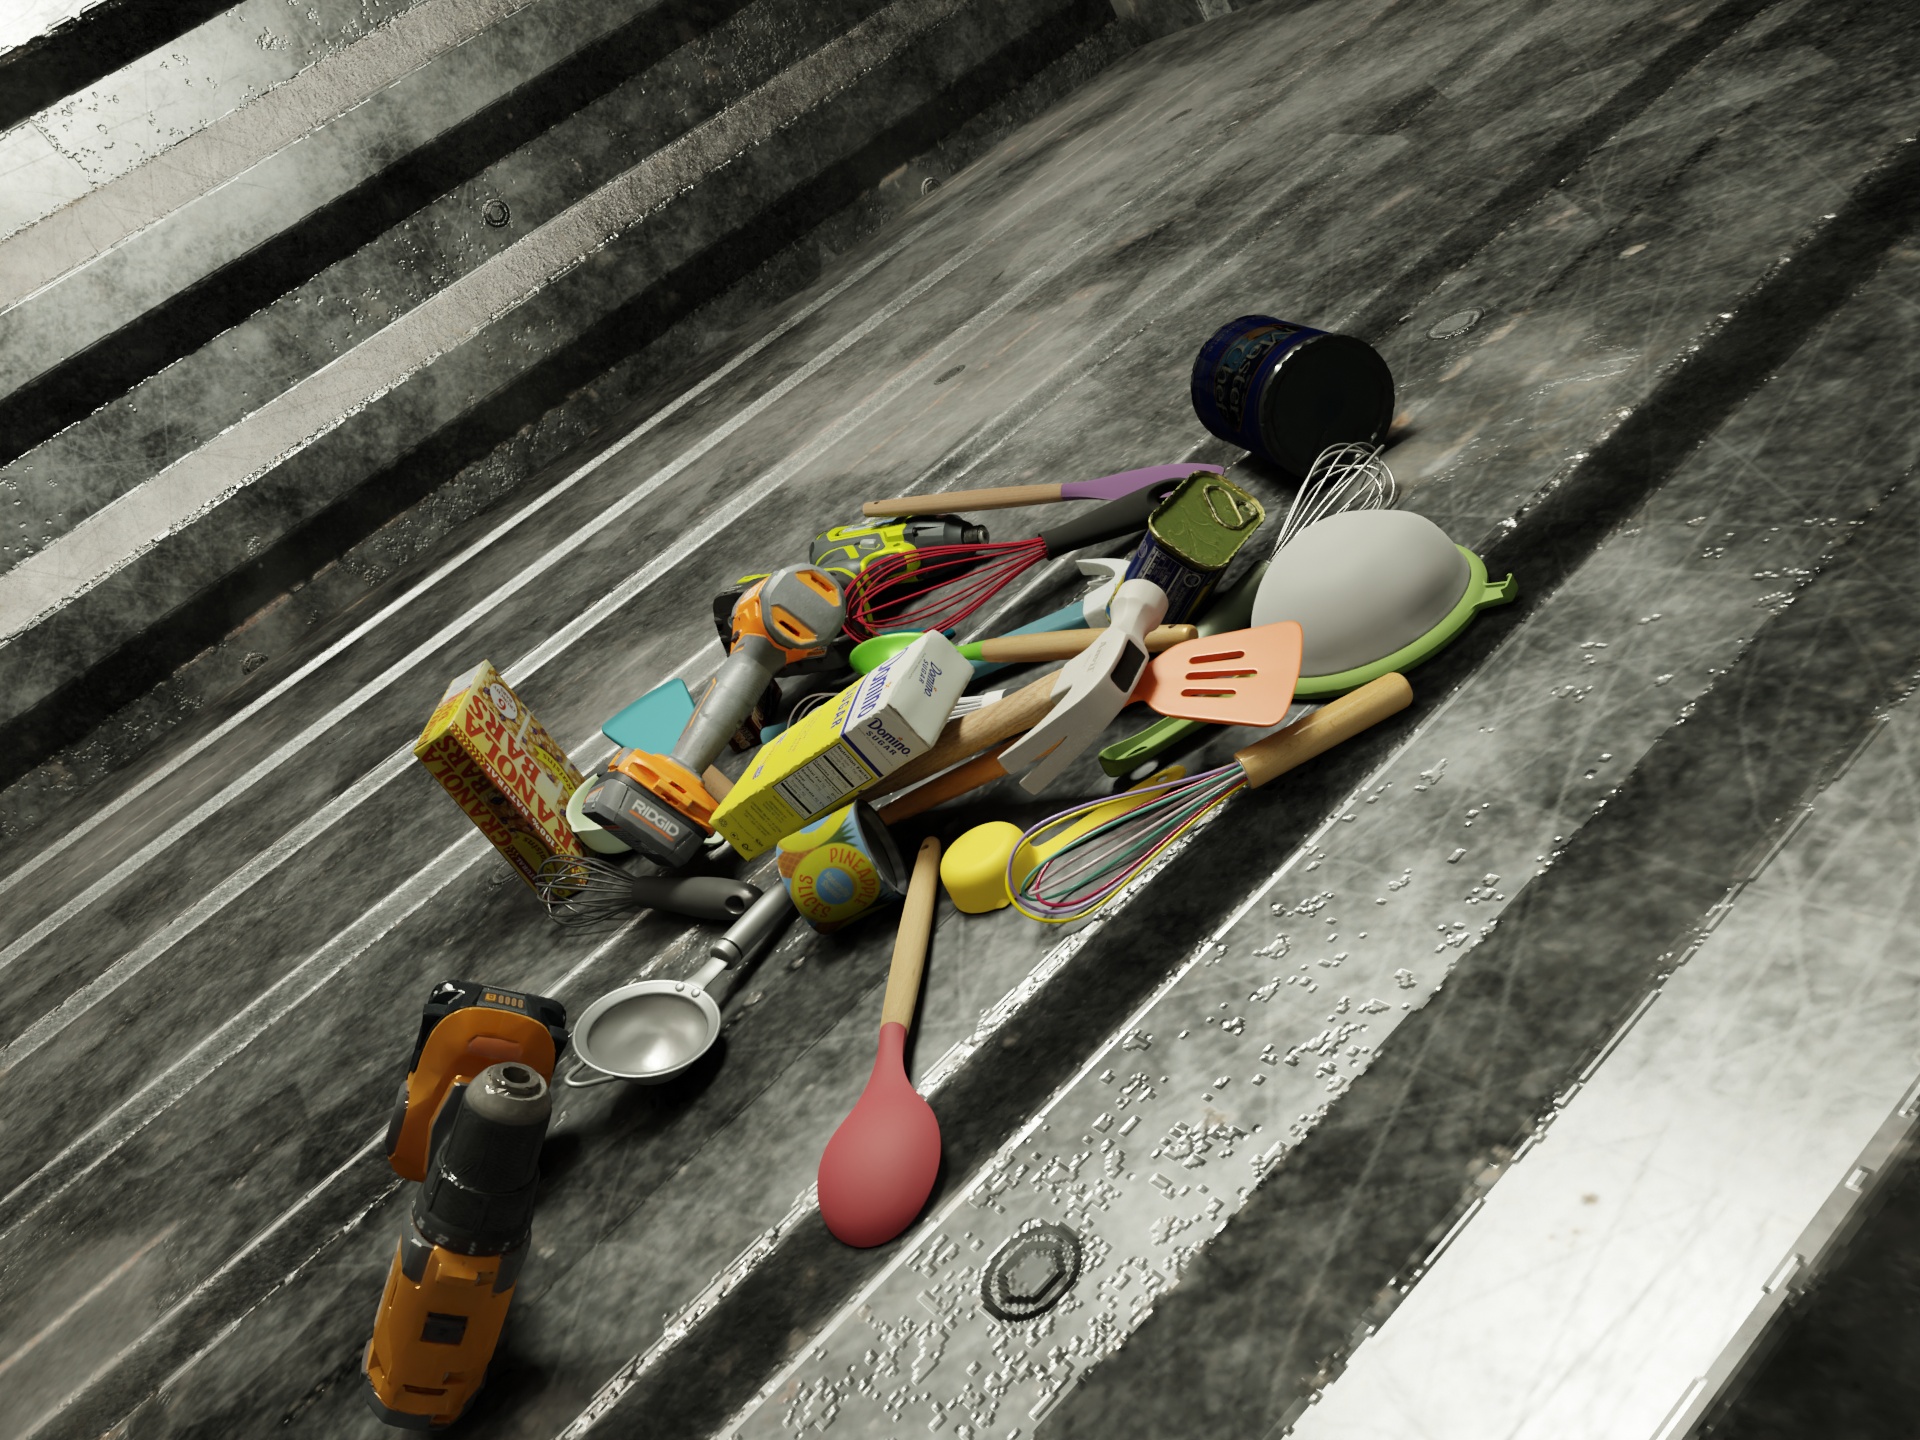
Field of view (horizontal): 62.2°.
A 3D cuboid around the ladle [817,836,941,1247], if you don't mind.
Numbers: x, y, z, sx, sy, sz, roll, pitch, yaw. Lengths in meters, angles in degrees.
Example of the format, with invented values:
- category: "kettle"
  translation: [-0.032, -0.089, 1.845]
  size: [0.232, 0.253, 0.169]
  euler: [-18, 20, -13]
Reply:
- category: "ladle"
  translation: [-0.031, 0.152, 0.858]
  size: [0.069, 0.031, 0.316]
  euler: [-24, 24, 17]

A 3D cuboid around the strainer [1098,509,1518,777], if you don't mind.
- category: "strainer"
  translation: [0.184, -0.056, 0.942]
  size: [0.256, 0.069, 0.152]
  euler: [-31, 24, -2]

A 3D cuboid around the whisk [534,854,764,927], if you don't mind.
- category: "whisk"
  translation: [-0.221, 0.123, 1.112]
  size: [0.239, 0.055, 0.055]
  euler: [-2, 38, 40]

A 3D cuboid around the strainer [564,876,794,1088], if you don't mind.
- category: "strainer"
  translation: [-0.148, 0.151, 0.978]
  size: [0.087, 0.050, 0.258]
  euler: [16, 41, 28]

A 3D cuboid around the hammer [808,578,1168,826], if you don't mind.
- category: "hammer"
  translation: [-0.011, 0.018, 0.992]
  size: [0.331, 0.031, 0.130]
  euler: [-25, 28, 47]

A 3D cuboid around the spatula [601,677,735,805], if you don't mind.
- category: "spatula"
  translation: [-0.207, 0.036, 1.257]
  size: [0.082, 0.044, 0.318]
  euler: [-34, 25, -14]

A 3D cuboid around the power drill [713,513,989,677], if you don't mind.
- category: "power drill"
  translation: [-0.088, -0.116, 1.334]
  size: [0.171, 0.080, 0.223]
  euler: [-6, 22, 32]

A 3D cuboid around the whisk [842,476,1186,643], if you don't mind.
- category: "whisk"
  translation: [0.046, -0.127, 1.220]
  size: [0.296, 0.073, 0.073]
  euler: [-21, 24, -5]

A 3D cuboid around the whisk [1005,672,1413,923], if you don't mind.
- category: "whisk"
  translation: [0.136, 0.042, 0.862]
  size: [0.245, 0.051, 0.047]
  euler: [-28, 45, -1]

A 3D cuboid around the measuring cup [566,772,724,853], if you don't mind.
- category: "measuring cup"
  translation: [-0.234, 0.081, 1.228]
  size: [0.168, 0.038, 0.083]
  euler: [15, 51, 38]

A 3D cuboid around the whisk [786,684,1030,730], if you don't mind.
- category: "whisk"
  translation: [-0.002, -0.005, 1.082]
  size: [0.284, 0.070, 0.070]
  euler: [-11, 31, 29]

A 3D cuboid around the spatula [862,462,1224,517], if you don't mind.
- category: "spatula"
  translation: [0.062, -0.188, 1.321]
  size: [0.316, 0.018, 0.060]
  euler: [-2, 34, 23]

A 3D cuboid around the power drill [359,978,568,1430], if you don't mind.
- category: "power drill"
  translation: [-0.253, 0.219, 0.831]
  size: [0.226, 0.084, 0.185]
  euler: [-120, 48, -66]

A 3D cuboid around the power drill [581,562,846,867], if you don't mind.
- category: "power drill"
  translation: [-0.177, -0.007, 1.154]
  size: [0.226, 0.084, 0.164]
  euler: [-57, 14, -14]

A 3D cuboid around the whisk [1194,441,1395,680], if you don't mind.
- category: "whisk"
  translation: [0.206, -0.101, 1.040]
  size: [0.246, 0.058, 0.059]
  euler: [-45, -7, -21]

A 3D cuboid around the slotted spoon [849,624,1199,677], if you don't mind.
- category: "slotted spoon"
  translation: [0.035, -0.046, 1.059]
  size: [0.070, 0.031, 0.314]
  euler: [-33, 20, -36]

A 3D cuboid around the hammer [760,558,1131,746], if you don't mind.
- category: "hammer"
  translation: [-0.008, -0.034, 1.170]
  size: [0.331, 0.033, 0.128]
  euler: [-22, 27, 21]

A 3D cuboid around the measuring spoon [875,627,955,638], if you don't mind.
- category: "measuring spoon"
  translation: [-0.057, -0.060, 1.304]
  size: [0.129, 0.021, 0.042]
  euler: [-3, 26, 32]

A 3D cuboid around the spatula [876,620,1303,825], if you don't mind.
- category: "spatula"
  translation: [0.061, 0.016, 0.956]
  size: [0.322, 0.041, 0.081]
  euler: [-27, 32, 41]

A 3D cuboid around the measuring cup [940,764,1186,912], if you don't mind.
- category: "measuring cup"
  translation: [0.057, 0.058, 0.921]
  size: [0.156, 0.029, 0.062]
  euler: [-31, 24, 7]
